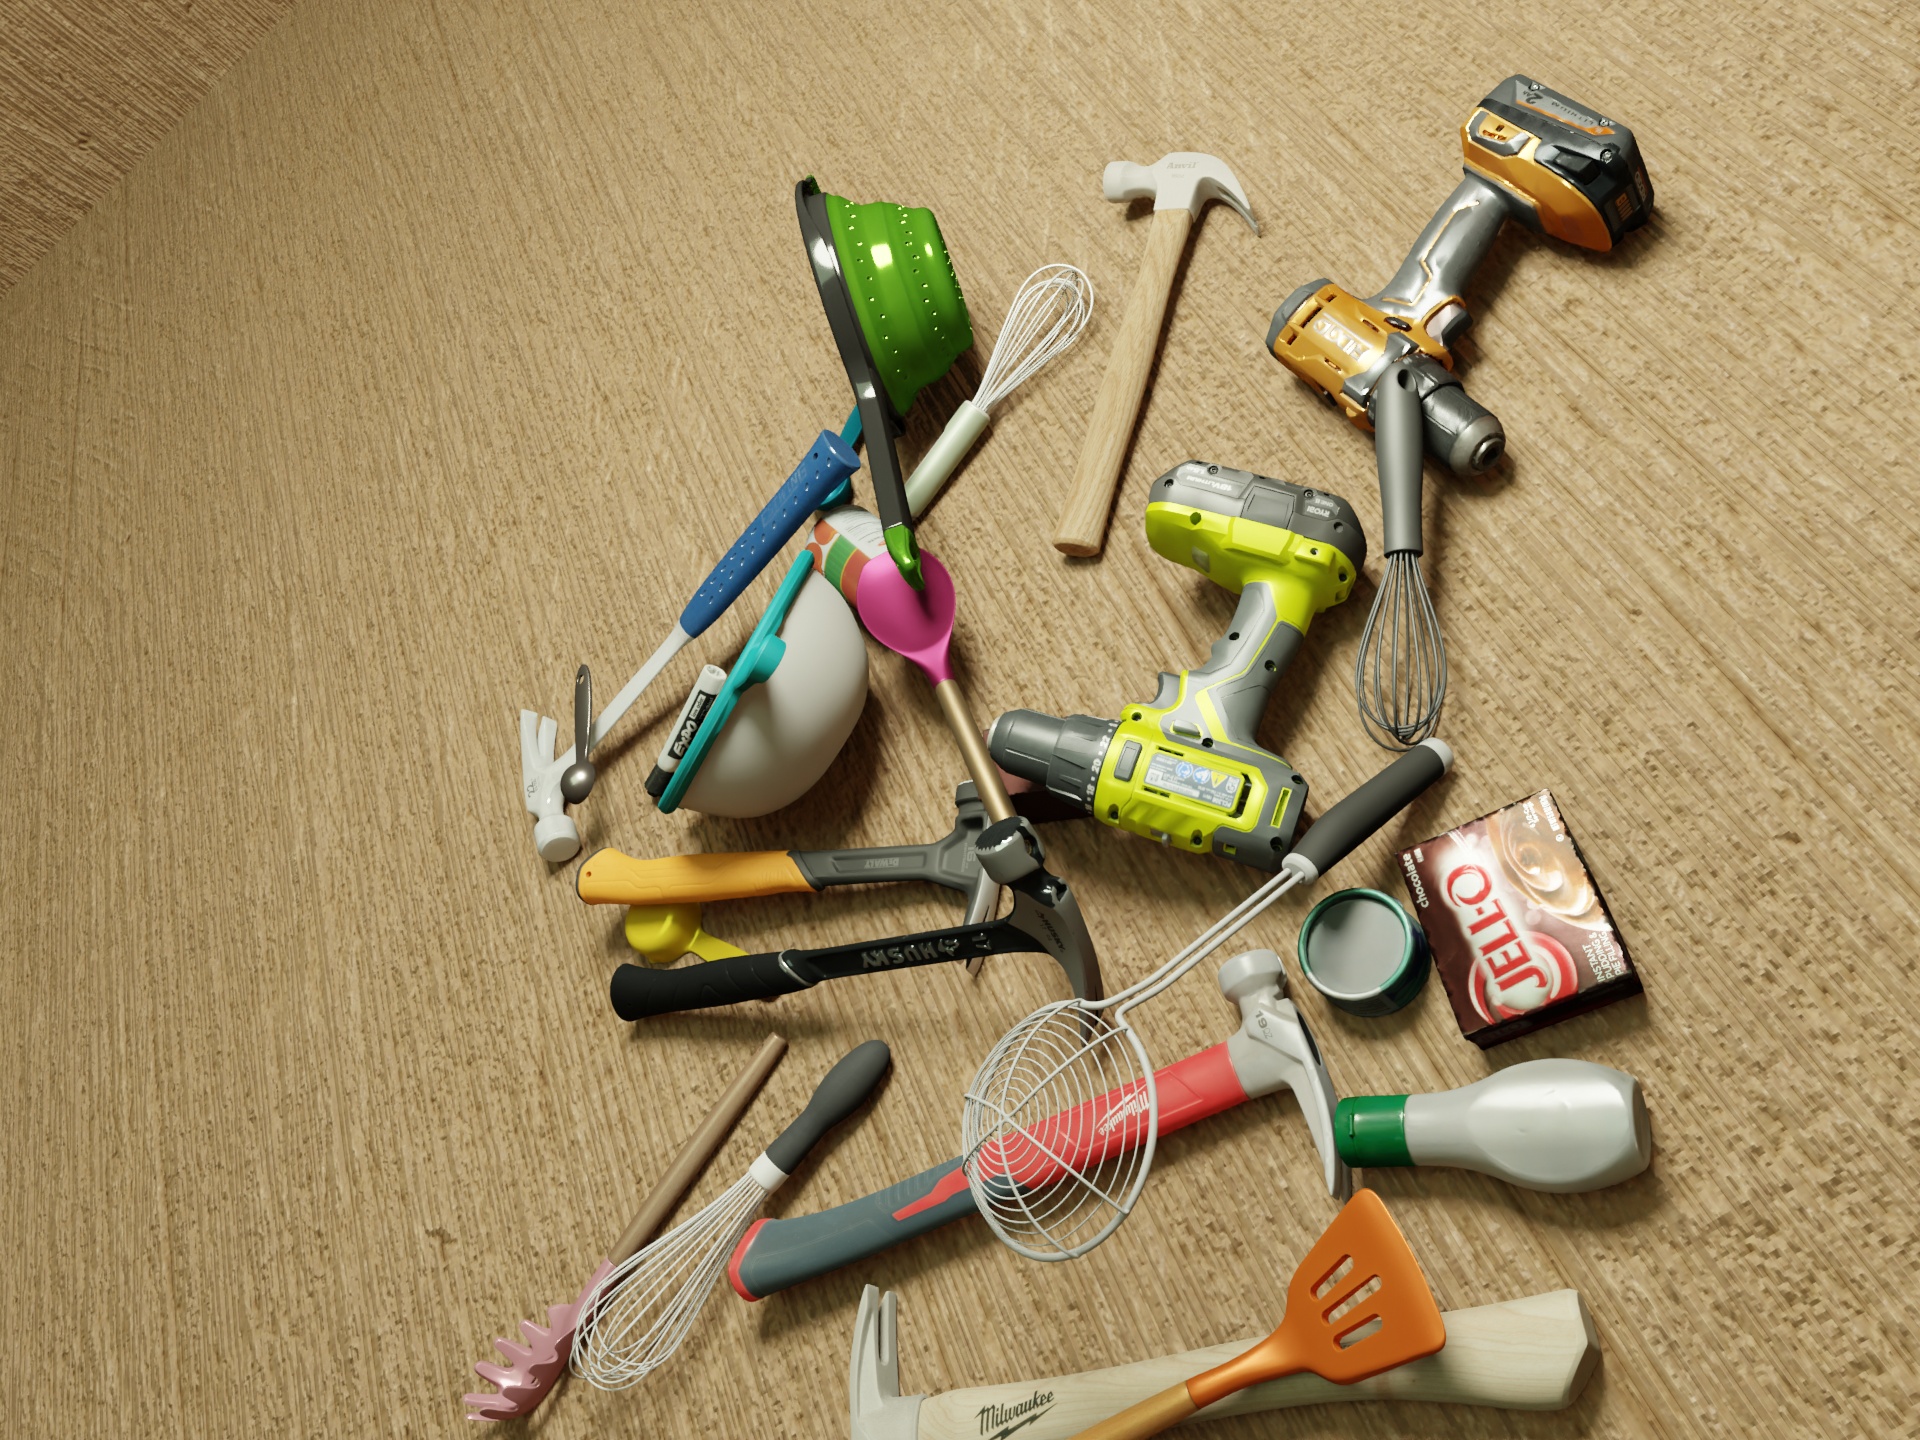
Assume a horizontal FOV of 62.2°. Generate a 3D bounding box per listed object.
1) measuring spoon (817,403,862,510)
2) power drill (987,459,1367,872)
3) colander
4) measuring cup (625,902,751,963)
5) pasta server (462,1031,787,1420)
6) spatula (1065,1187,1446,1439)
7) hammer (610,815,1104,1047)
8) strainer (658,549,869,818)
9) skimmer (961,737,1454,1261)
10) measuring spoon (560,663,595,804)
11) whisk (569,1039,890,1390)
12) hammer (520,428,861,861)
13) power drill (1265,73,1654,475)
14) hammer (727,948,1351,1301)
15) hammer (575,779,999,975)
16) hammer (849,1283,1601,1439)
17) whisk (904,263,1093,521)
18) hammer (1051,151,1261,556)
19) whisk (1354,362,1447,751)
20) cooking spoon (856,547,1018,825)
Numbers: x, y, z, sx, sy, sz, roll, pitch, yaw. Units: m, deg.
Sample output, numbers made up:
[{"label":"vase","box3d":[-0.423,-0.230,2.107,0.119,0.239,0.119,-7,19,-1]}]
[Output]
[{"label":"measuring spoon","box3d":[-0.089,-0.220,1.299,0.042,0.021,0.129,2,58,36]},{"label":"power drill","box3d":[0.136,-0.037,0.968,0.190,0.080,0.228,17,74,16]},{"label":"colander","box3d":[-0.034,-0.261,1.171,0.094,0.204,0.398,-17,54,7]},{"label":"measuring cup","box3d":[-0.188,0.161,1.144,0.157,0.029,0.062,20,78,42]},{"label":"pasta server","box3d":[-0.221,0.338,1.066,0.316,0.040,0.060,-54,23,-4]},{"label":"spatula","box3d":[0.092,0.346,0.795,0.322,0.041,0.081,-34,49,14]},{"label":"hammer","box3d":[-0.087,0.161,1.031,0.409,0.149,0.036,-15,24,37]},{"label":"strainer","box3d":[-0.111,-0.011,1.062,0.211,0.095,0.340,-62,9,-8]},{"label":"skimmer","box3d":[0.146,0.136,0.851,0.363,0.090,0.127,-34,30,-24]},{"label":"measuring spoon","box3d":[-0.303,0.008,1.250,0.034,0.018,0.124,-28,54,34]},{"label":"whisk","box3d":[-0.145,0.312,1.016,0.284,0.070,0.070,-48,48,-3]},{"label":"hammer","box3d":[-0.221,-0.070,1.243,0.405,0.035,0.144,-45,47,21]},{"label":"power drill","box3d":[0.326,-0.272,0.998,0.226,0.084,0.186,-46,51,10]},{"label":"hammer","box3d":[0.032,0.273,0.919,0.386,0.038,0.143,-28,54,17]},{"label":"hammer","box3d":[-0.129,0.113,1.105,0.337,0.034,0.127,-5,62,26]},{"label":"hammer","box3d":[0.118,0.340,0.833,0.410,0.038,0.146,-21,54,24]},{"label":"whisk","box3d":[0.017,-0.244,1.217,0.059,0.057,0.246,38,94,11]},{"label":"hammer","box3d":[0.129,-0.271,1.157,0.130,0.031,0.331,7,72,31]},{"label":"whisk","box3d":[0.258,-0.099,0.938,0.055,0.055,0.239,-6,75,32]},{"label":"cooking spoon","box3d":[-0.002,-0.003,1.042,0.069,0.017,0.319,-25,53,1]}]
